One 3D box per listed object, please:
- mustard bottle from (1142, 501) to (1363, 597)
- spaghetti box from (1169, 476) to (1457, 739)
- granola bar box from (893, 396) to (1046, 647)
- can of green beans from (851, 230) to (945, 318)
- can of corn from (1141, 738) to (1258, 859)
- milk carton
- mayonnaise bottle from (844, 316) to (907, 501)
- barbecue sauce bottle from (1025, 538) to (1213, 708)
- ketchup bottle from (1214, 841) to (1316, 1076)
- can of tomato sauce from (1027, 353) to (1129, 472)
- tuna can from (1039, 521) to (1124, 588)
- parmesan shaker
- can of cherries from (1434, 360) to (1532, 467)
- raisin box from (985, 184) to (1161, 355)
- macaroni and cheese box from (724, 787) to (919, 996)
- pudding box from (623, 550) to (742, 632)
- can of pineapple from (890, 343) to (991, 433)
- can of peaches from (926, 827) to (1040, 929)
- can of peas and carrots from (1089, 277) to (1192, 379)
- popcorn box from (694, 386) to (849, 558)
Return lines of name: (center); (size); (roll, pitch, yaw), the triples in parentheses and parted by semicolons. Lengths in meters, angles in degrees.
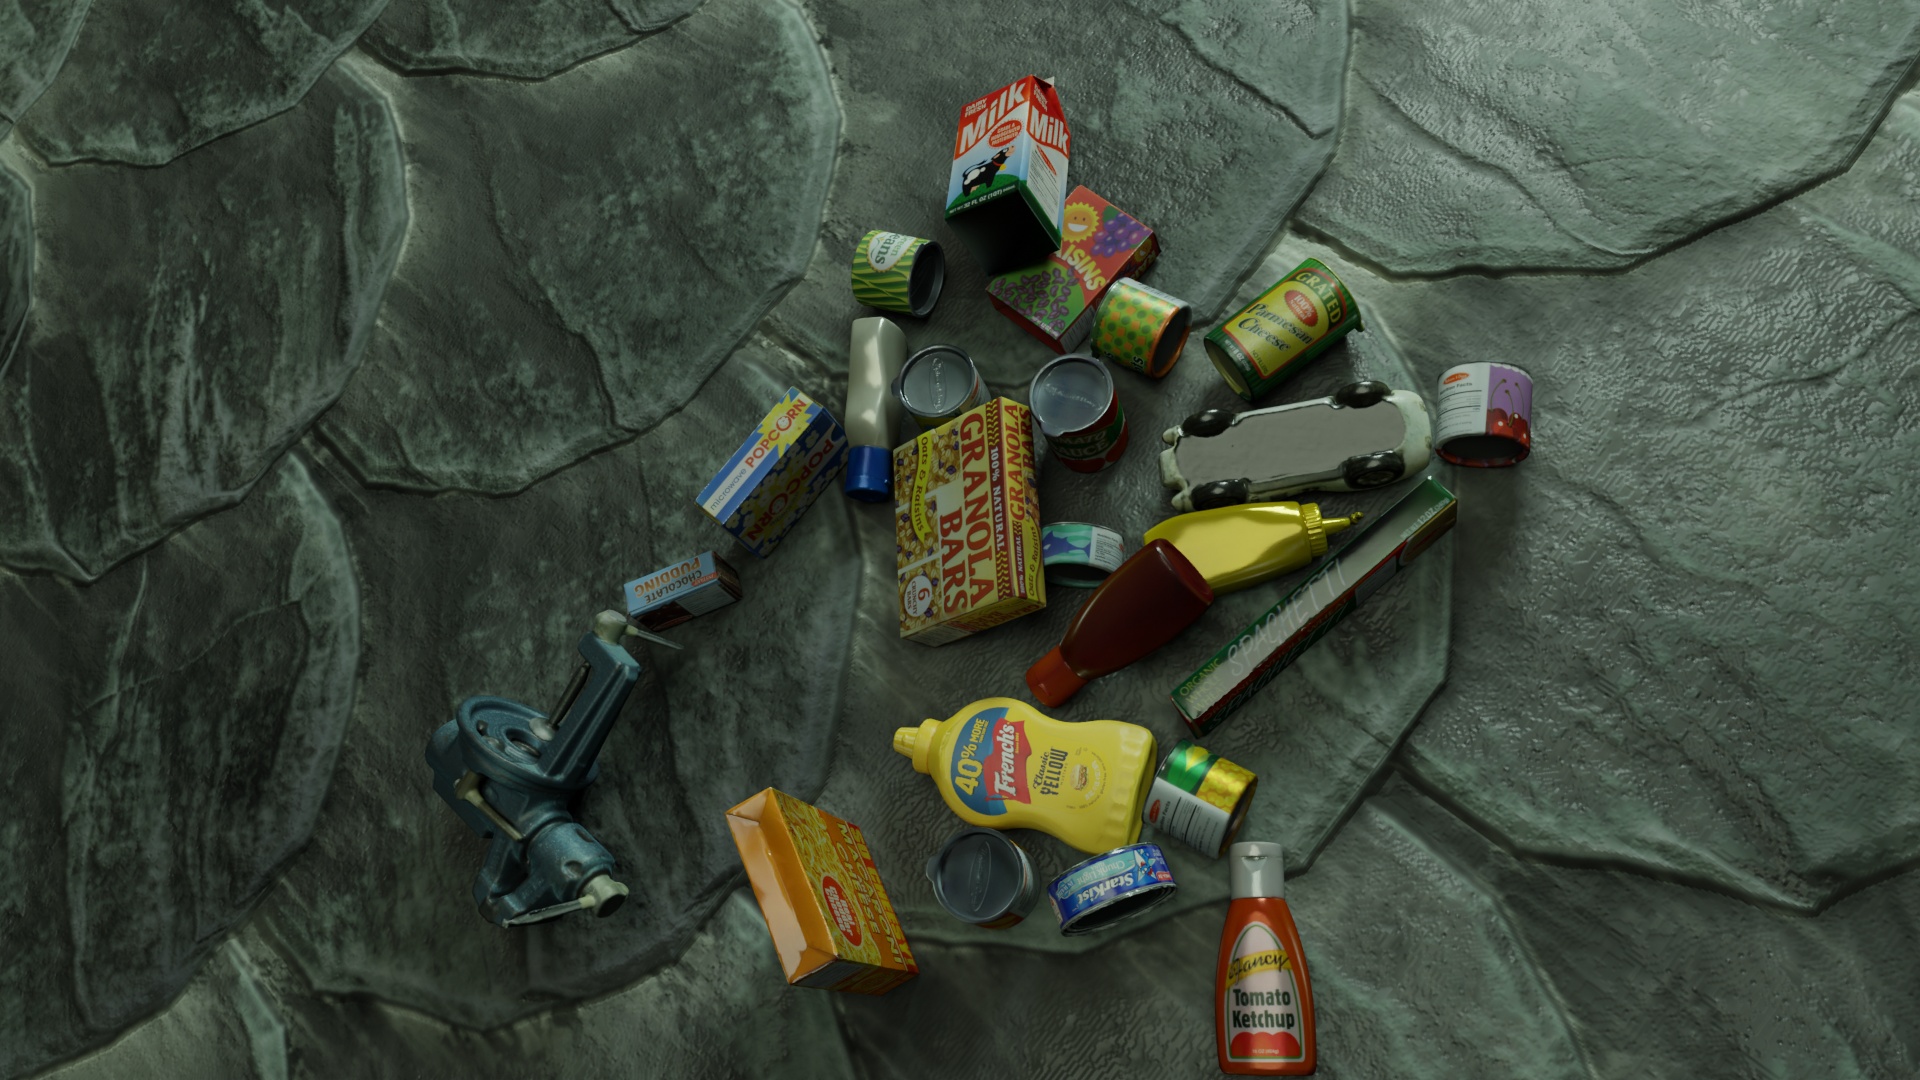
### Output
mustard bottle: (0.219, 0.003, 1.031); (0.160, 0.048, 0.065); (-12, 76, 11)
spaghetti box: (0.255, 0.049, 1.002); (0.250, 0.050, 0.029); (-40, 62, -1)
granola bar box: (0.004, -0.014, 1.077); (0.124, 0.039, 0.166); (-23, 61, 40)
can of green beans: (-0.053, -0.229, 1.193); (0.058, 0.071, 0.071); (16, 75, 22)
can of corn: (0.169, 0.179, 0.970); (0.058, 0.071, 0.071); (25, 78, 23)
milk carton: (0.043, -0.322, 1.175); (0.072, 0.073, 0.191); (-15, 48, 28)
mayonnaise bottle: (-0.072, -0.108, 1.155); (0.041, 0.064, 0.148); (-2, 73, 19)
barbecue sauce bottle: (0.111, 0.066, 1.016); (0.148, 0.044, 0.065); (-43, 88, 22)
ketchup bottle: (0.202, 0.280, 0.932); (0.065, 0.043, 0.149); (-5, 68, 15)
can of tomato sauce: (0.093, -0.096, 1.088); (0.071, 0.083, 0.071); (-6, 68, 15)
tuna can: (0.088, 0.012, 1.058); (0.071, 0.071, 0.033); (2, 71, 17)
parmesan shaker: (0.250, -0.160, 1.078); (0.103, 0.071, 0.071); (-37, 64, 0)
can of cherries: (0.383, -0.090, 1.012); (0.071, 0.071, 0.058); (3, 71, 18)
raisin box: (0.095, -0.225, 1.163); (0.086, 0.040, 0.123); (39, 85, 26)
macaroni and cheese box: (-0.093, 0.247, 0.963); (0.040, 0.166, 0.124); (-29, 64, 5)
pudding box: (-0.229, 0.043, 1.147); (0.083, 0.049, 0.030); (-22, 64, 8)
can of pineapple: (-0.014, -0.120, 1.143); (0.071, 0.057, 0.071); (-6, 68, 14)
can of peaches: (0.017, 0.242, 0.993); (0.071, 0.058, 0.071); (-6, 69, 15)
can of peas and carrots: (0.144, -0.167, 1.112); (0.059, 0.070, 0.071); (28, 80, 23)
popcorn box: (-0.150, -0.054, 1.142); (0.038, 0.085, 0.127); (37, 83, 26)
